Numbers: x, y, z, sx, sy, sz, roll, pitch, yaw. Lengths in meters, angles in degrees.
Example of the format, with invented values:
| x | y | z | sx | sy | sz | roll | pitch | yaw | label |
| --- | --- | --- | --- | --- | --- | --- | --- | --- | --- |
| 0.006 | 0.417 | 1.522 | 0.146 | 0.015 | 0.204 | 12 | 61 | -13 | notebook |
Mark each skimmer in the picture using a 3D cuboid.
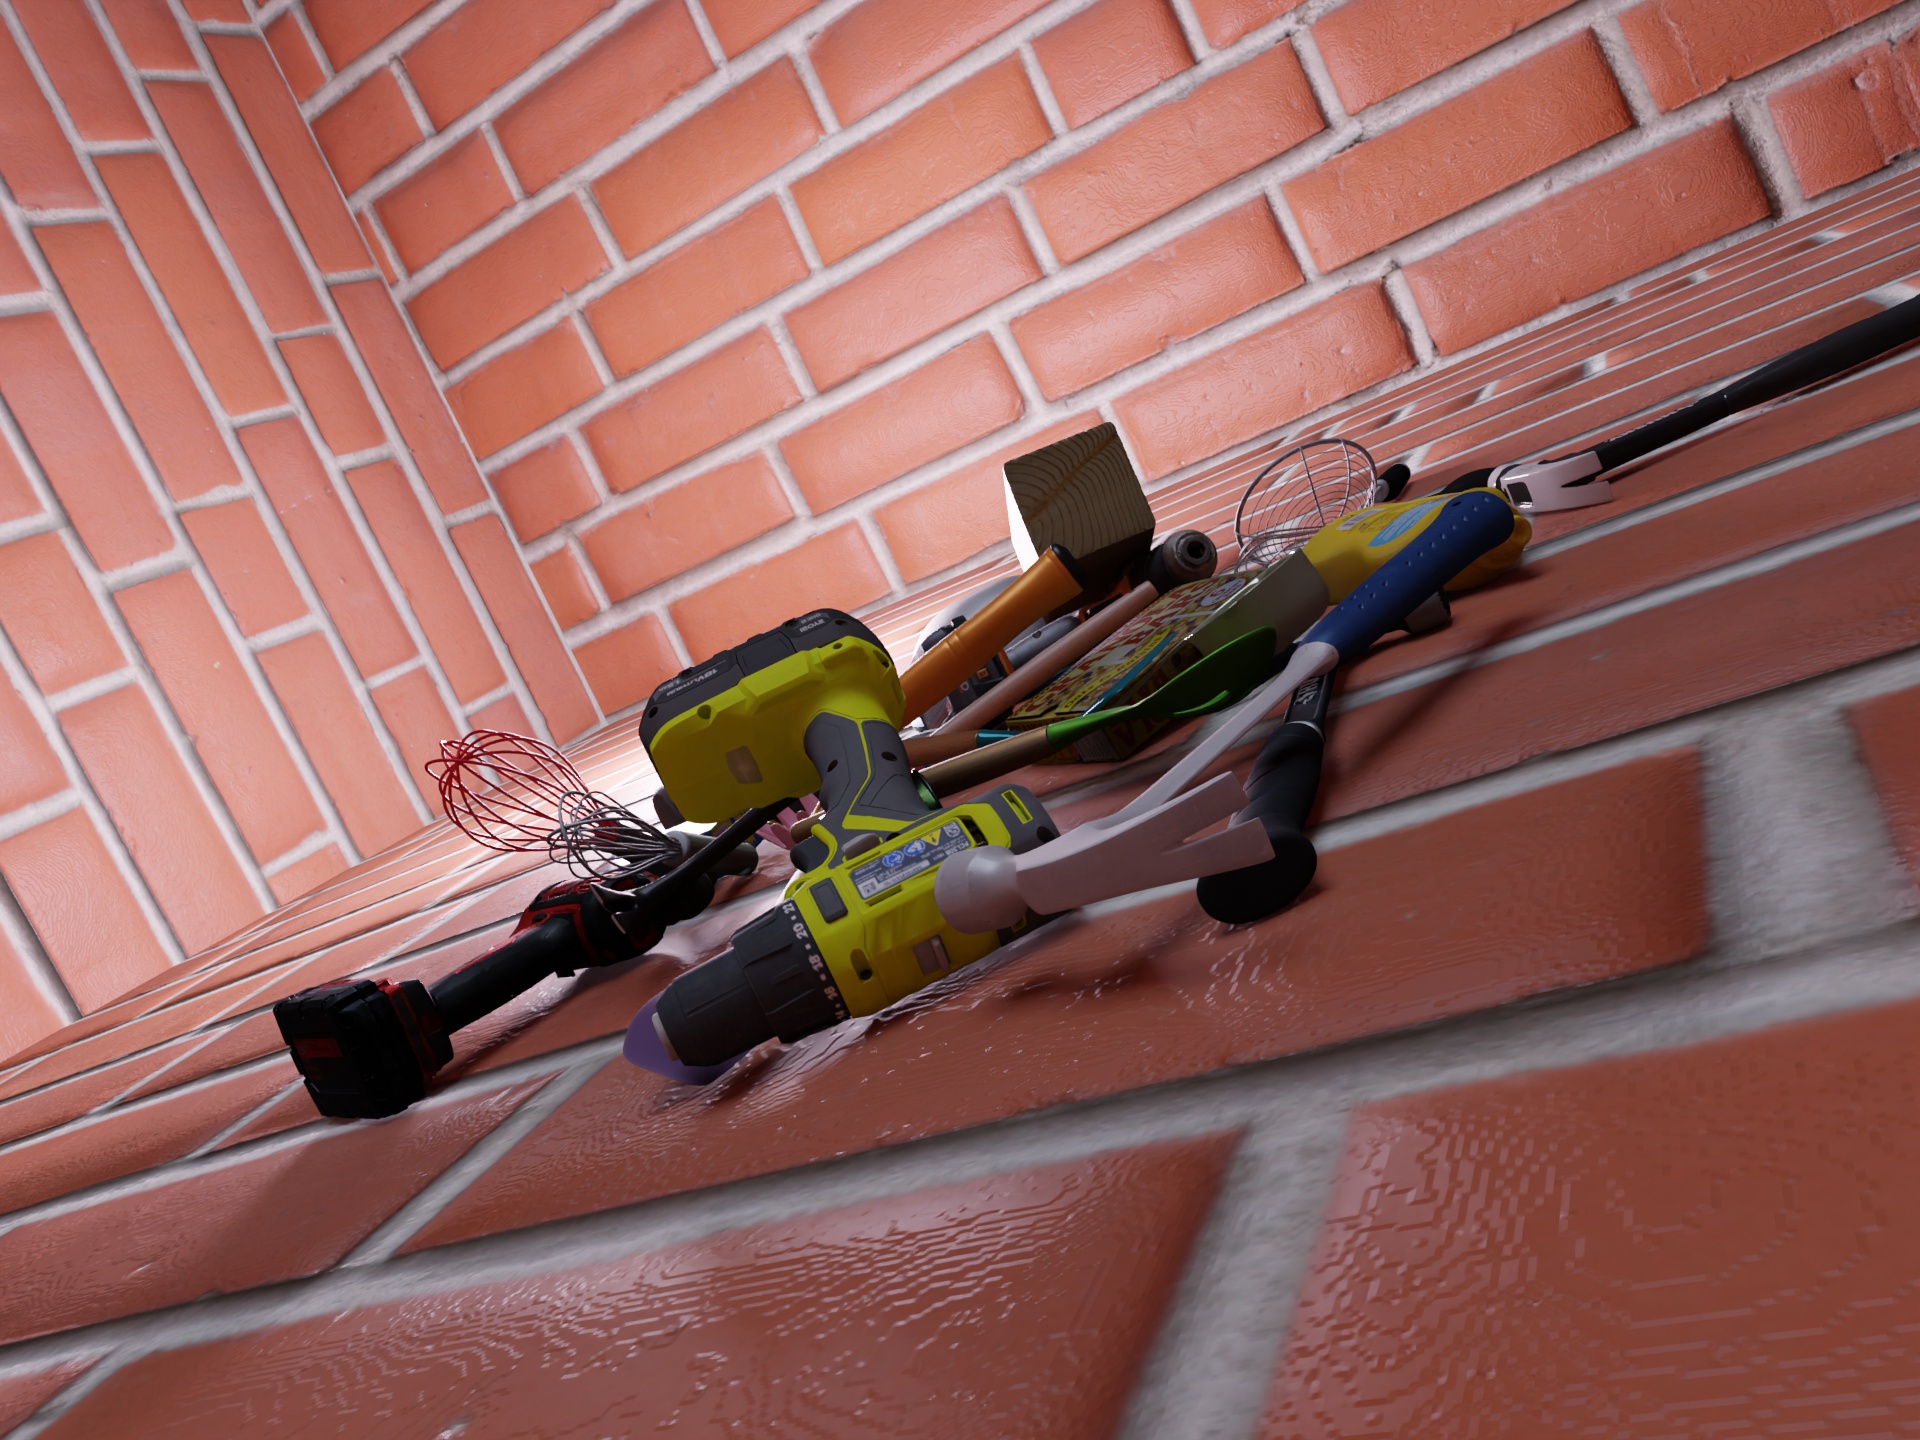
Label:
| x | y | z | sx | sy | sz | roll | pitch | yaw | label |
| --- | --- | --- | --- | --- | --- | --- | --- | --- | --- |
| 0.338 | -0.212 | 1.416 | 0.127 | 0.090 | 0.363 | -56 | -10 | 28 | skimmer |

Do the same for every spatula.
| x | y | z | sx | sy | sz | roll | pitch | yaw | label |
| --- | --- | --- | --- | --- | --- | --- | --- | --- | --- |
| -0.080 | 0.110 | 0.838 | 0.060 | 0.018 | 0.316 | 16 | 21 | 17 | spatula |
| -0.009 | 0.006 | 0.975 | 0.317 | 0.044 | 0.082 | -10 | 21 | 37 | spatula |

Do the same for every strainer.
| x | y | z | sx | sy | sz | roll | pitch | yaw | label |
| --- | --- | --- | --- | --- | --- | --- | --- | --- | --- |
| 0.020 | -0.079 | 1.493 | 0.211 | 0.095 | 0.340 | -27 | 10 | -11 | strainer |

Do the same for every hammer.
| x | y | z | sx | sy | sz | roll | pitch | yaw | label |
| --- | --- | --- | --- | --- | --- | --- | --- | --- | --- |
| -0.065 | 0.011 | 0.928 | 0.337 | 0.034 | 0.127 | -39 | -9 | 7 | hammer |
| 0.160 | -0.024 | 0.717 | 0.144 | 0.035 | 0.405 | -19 | 12 | 47 | hammer |
| 0.544 | -0.226 | 1.103 | 0.335 | 0.035 | 0.146 | -24 | 8 | 4 | hammer |
| 0.161 | 0.005 | 0.777 | 0.149 | 0.036 | 0.409 | -23 | 9 | 23 | hammer |

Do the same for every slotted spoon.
| x | y | z | sx | sy | sz | roll | pitch | yaw | label |
| --- | --- | --- | --- | --- | --- | --- | --- | --- | --- |
| 0.030 | 0.018 | 0.859 | 0.314 | 0.031 | 0.070 | -22 | -8 | 30 | slotted spoon |

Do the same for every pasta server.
| x | y | z | sx | sy | sz | roll | pitch | yaw | label |
| --- | --- | --- | --- | --- | --- | --- | --- | --- | --- |
| -0.002 | -0.003 | 1.081 | 0.316 | 0.040 | 0.060 | -36 | 14 | 4 | pasta server |

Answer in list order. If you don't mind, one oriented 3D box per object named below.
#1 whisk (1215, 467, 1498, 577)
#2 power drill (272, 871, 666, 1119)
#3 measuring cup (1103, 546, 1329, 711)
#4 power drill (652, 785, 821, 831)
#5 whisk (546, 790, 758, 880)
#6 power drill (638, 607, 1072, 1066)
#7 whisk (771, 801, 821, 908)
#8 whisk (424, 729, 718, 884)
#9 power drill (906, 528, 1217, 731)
| x | y | z | sx | sy | sz | roll | pitch | yaw | label |
| --- | --- | --- | --- | --- | --- | --- | --- | --- | --- |
| 0.307 | -0.140 | 1.190 | 0.284 | 0.070 | 0.070 | -23 | 7 | -24 | whisk |
| -0.306 | 0.164 | 1.011 | 0.143 | 0.078 | 0.219 | -14 | 10 | 47 | power drill |
| 0.133 | -0.029 | 0.873 | 0.167 | 0.038 | 0.083 | -42 | -1 | 28 | measuring cup |
| -0.151 | 0.036 | 1.353 | 0.171 | 0.080 | 0.223 | -30 | 6 | -29 | power drill |
| -0.191 | 0.082 | 1.032 | 0.058 | 0.059 | 0.246 | -27 | -16 | 12 | whisk |
| -0.074 | 0.053 | 0.757 | 0.190 | 0.080 | 0.229 | -26 | 39 | -9 | power drill |
| -0.079 | 0.088 | 0.945 | 0.051 | 0.047 | 0.245 | -35 | 9 | 19 | whisk |
| -0.240 | 0.070 | 1.035 | 0.073 | 0.073 | 0.295 | -23 | -26 | 15 | whisk |
| 0.081 | -0.065 | 1.184 | 0.226 | 0.084 | 0.185 | -25 | -8 | -15 | power drill |
